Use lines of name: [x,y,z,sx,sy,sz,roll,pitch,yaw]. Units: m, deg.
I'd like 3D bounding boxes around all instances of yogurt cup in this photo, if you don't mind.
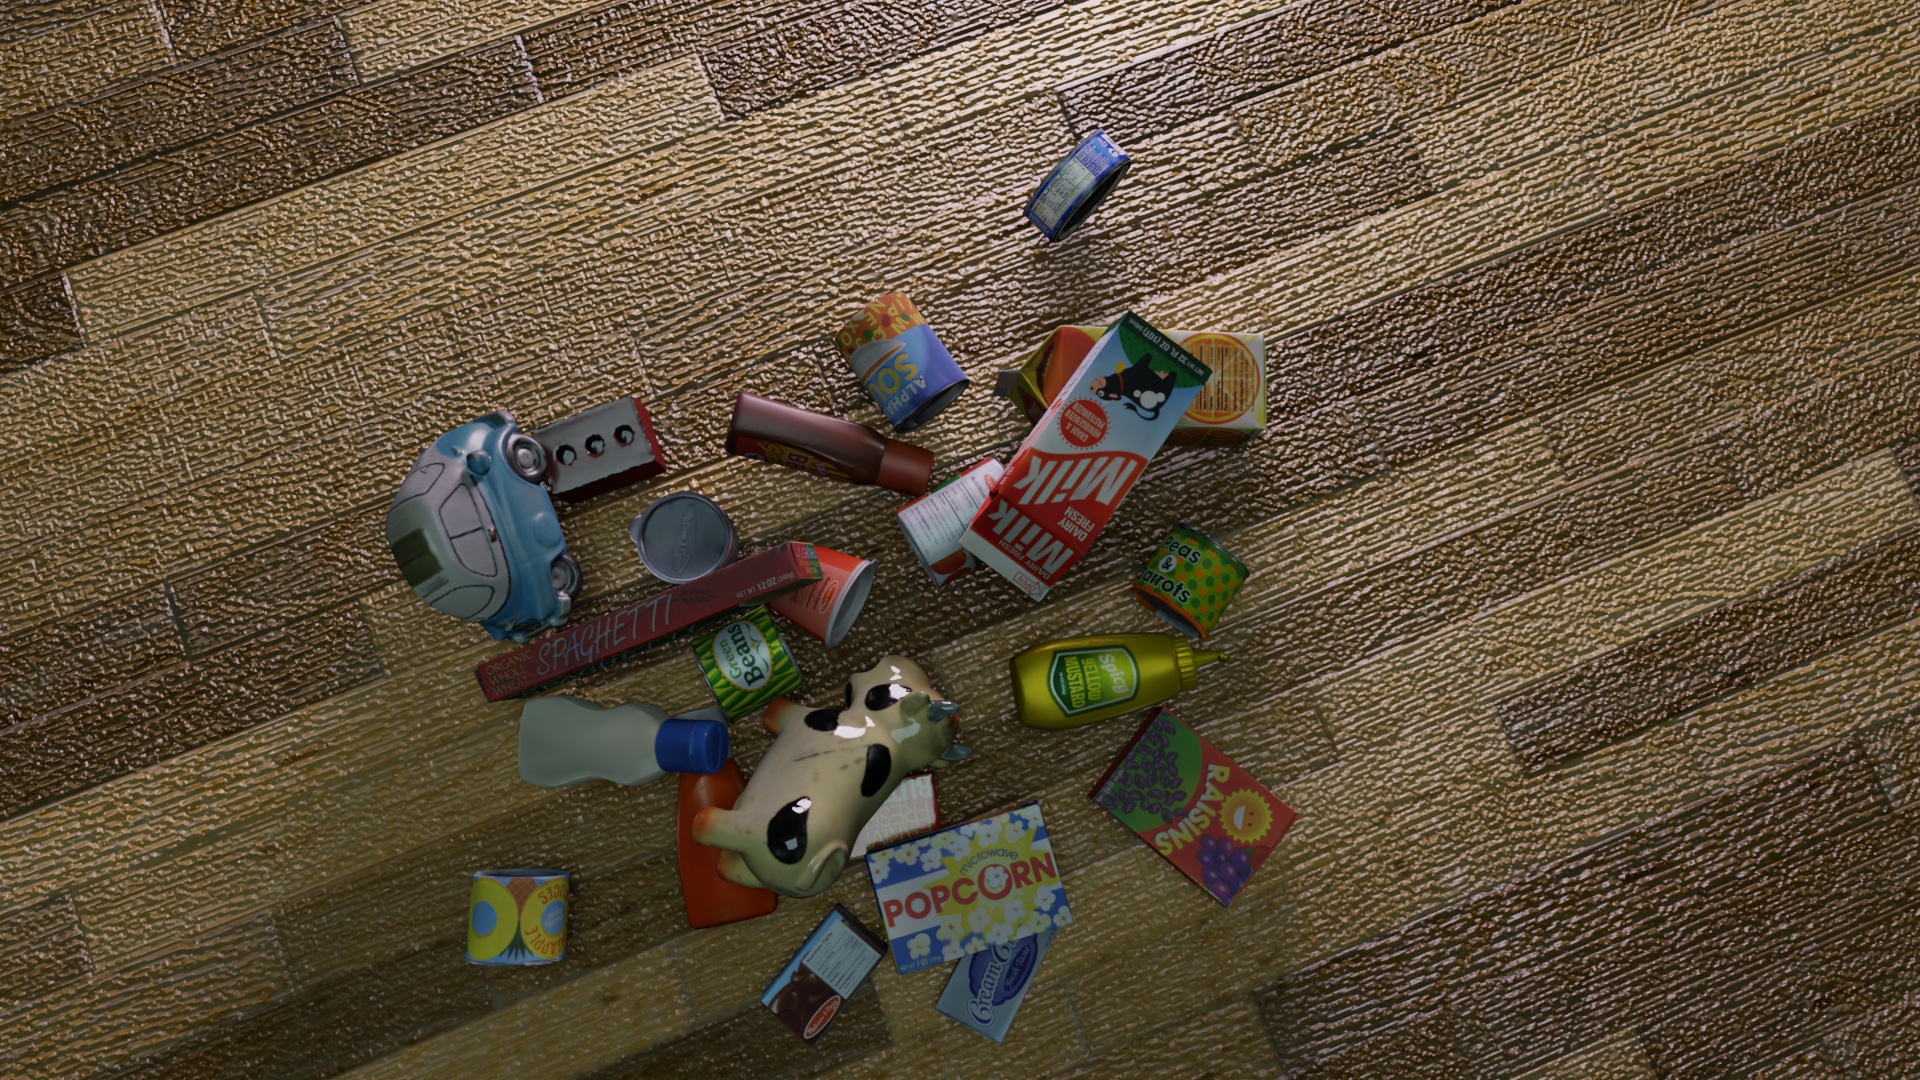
yogurt cup: [-0.101,0.036,0.996,0.054,0.072,0.072,25,82,9]

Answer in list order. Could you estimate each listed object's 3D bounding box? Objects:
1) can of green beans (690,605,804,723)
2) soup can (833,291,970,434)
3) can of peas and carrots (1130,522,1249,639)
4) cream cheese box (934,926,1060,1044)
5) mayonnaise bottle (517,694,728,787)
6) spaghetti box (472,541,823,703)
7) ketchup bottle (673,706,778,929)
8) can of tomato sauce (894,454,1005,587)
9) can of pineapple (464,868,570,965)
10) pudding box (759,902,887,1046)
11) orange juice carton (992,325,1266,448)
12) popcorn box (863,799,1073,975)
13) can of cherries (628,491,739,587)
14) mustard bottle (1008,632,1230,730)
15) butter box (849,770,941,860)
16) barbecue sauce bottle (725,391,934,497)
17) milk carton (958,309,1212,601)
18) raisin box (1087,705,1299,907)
can of green beans: [-0.150,0.087,0.984,0.058,0.071,0.071,-27,84,-6]
soup can: [-0.045,-0.129,1.019,0.071,0.071,0.084,-36,84,-7]
can of peas and carrots: [0.164,0.029,1.004,0.071,0.071,0.059,35,83,3]
cream cheese box: [0.029,0.296,0.983,0.053,0.024,0.104,28,82,3]
mayonnaise bottle: [-0.234,0.141,0.962,0.148,0.041,0.065,-1,82,19]
spaghetti box: [-0.216,0.058,0.963,0.250,0.050,0.029,-22,83,11]
ketchup bottle: [-0.172,0.193,0.979,0.065,0.043,0.149,-11,82,-7]
can of tomato sauce: [0.004,-0.013,1.007,0.083,0.071,0.071,-30,84,-6]
can of pineapple: [-0.301,0.257,0.953,0.071,0.071,0.058,2,82,-2]
pudding box: [-0.096,0.303,0.974,0.049,0.030,0.084,39,82,2]
orange juice carton: [0.121,-0.112,1.022,0.193,0.071,0.073,2,82,-2]
popcorn box: [0.006,0.238,0.958,0.127,0.038,0.085,-16,82,-4]
can of cherries: [-0.197,0.000,0.999,0.071,0.058,0.071,0,83,-2]
mustard bottle: [0.117,0.095,1.003,0.160,0.048,0.065,-11,84,-4]
butter box: [-0.066,0.199,0.993,0.103,0.024,0.053,-9,83,-3]
barbecue sauce bottle: [-0.094,-0.068,1.014,0.148,0.064,0.044,15,76,-9]
milk carton: [0.081,-0.055,0.942,0.072,0.073,0.190,36,88,-4]
raisin box: [0.166,0.190,0.997,0.123,0.040,0.086,39,81,3]
